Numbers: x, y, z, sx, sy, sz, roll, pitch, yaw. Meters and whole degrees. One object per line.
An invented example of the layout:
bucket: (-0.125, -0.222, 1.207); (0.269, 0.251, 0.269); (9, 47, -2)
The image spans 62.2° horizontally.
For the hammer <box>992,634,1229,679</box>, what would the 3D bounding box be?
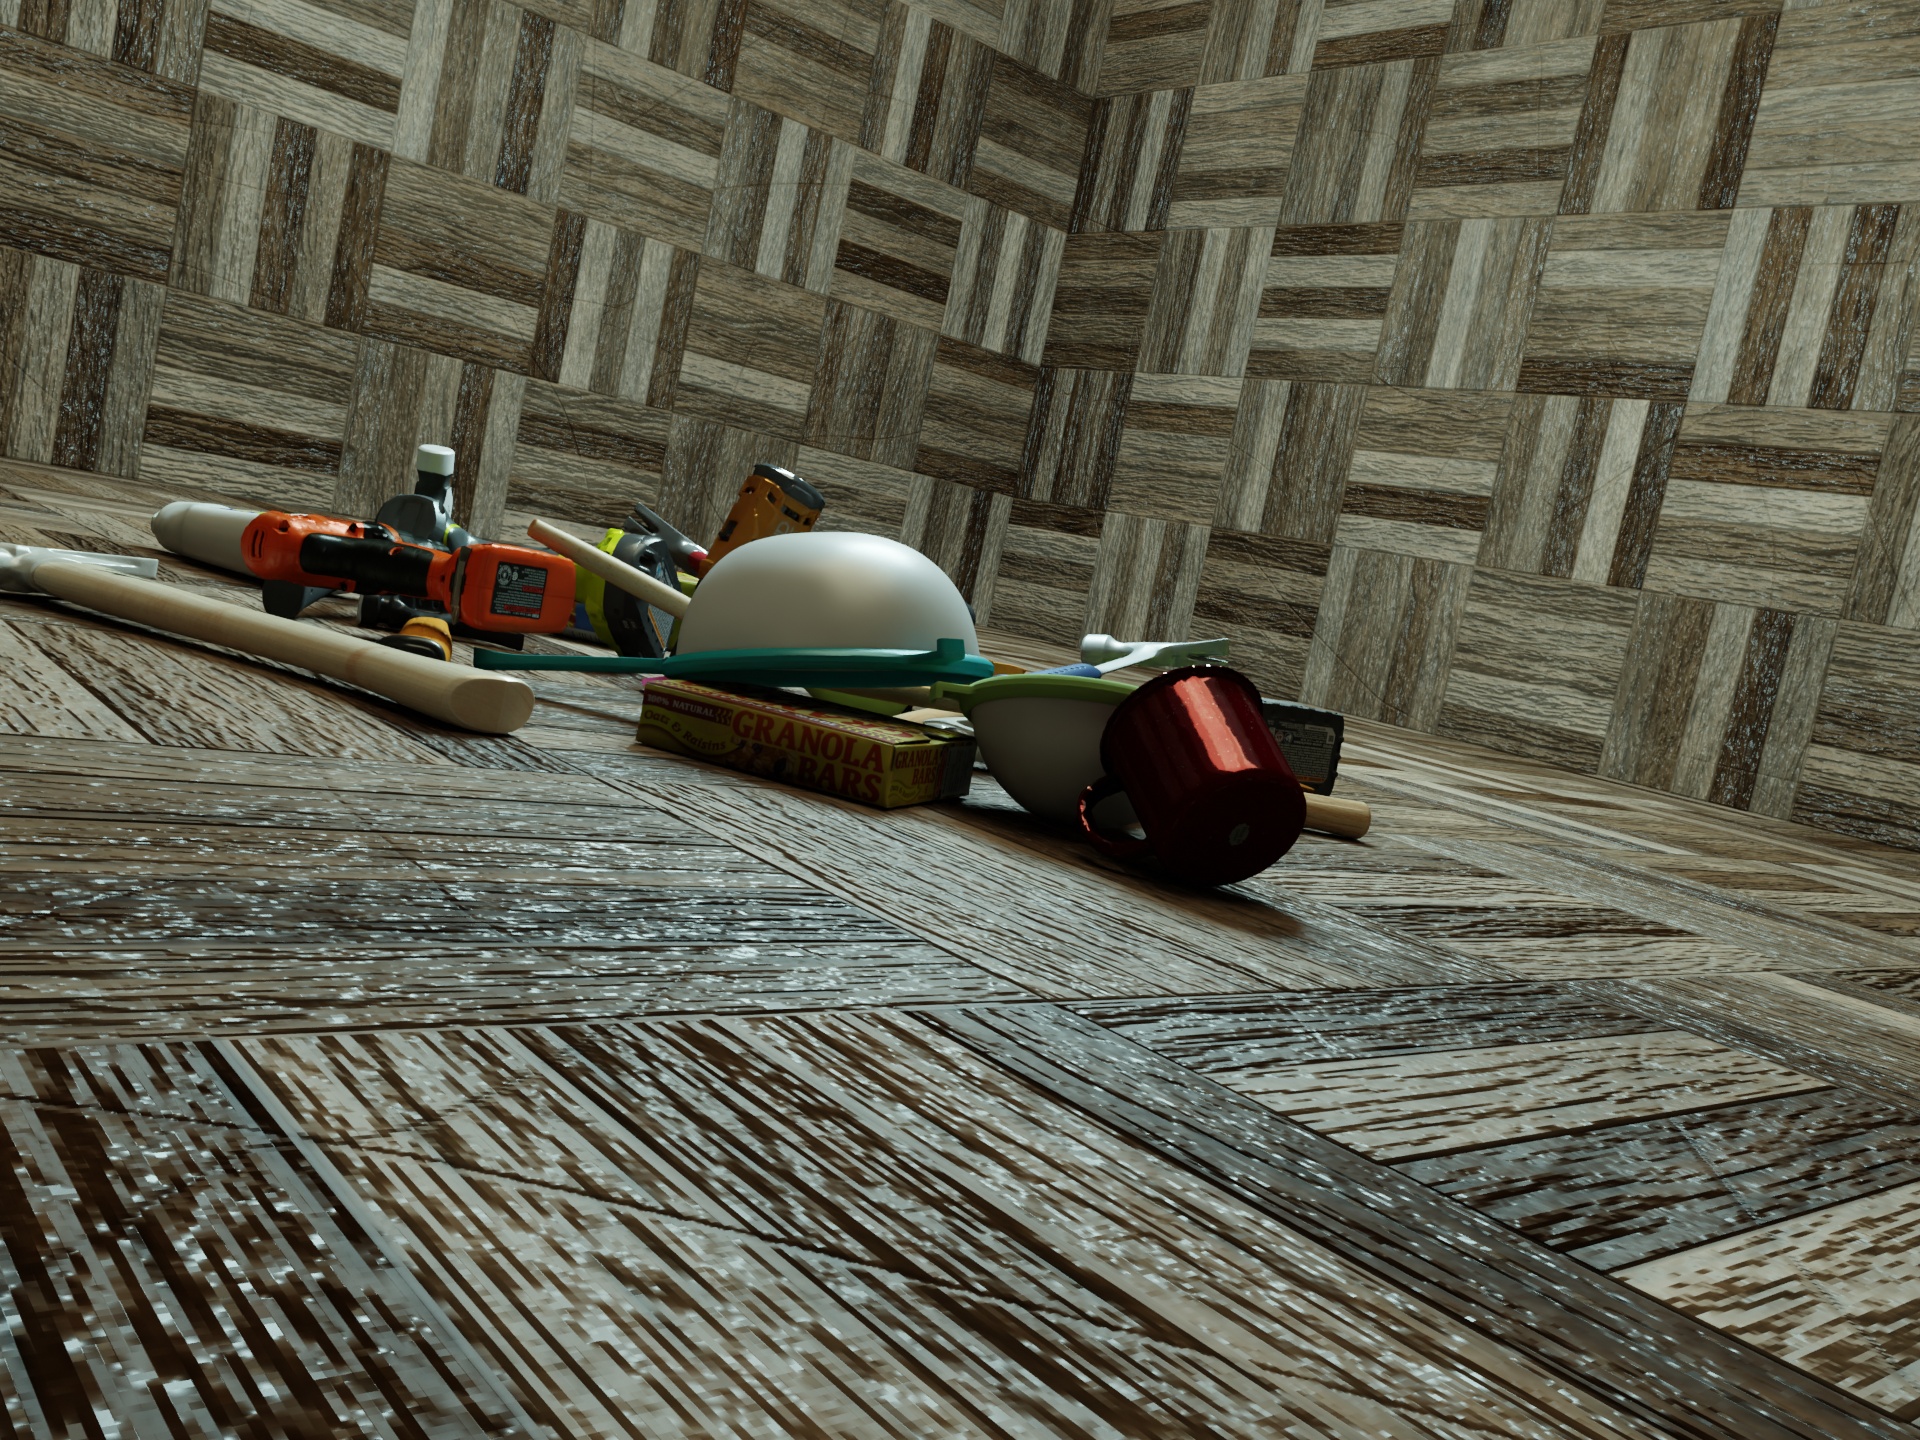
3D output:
hammer: (0.114, -0.040, 1.327); (0.144, 0.035, 0.405); (3, 8, 22)

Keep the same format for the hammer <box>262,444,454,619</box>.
hammer: (-0.487, -0.132, 1.304); (0.035, 0.146, 0.335); (11, 17, -2)

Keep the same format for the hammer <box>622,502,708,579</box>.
hammer: (-0.201, -0.128, 1.574); (0.143, 0.038, 0.387); (37, -5, -40)

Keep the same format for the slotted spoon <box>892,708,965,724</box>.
slotted spoon: (-0.002, -0.004, 1.226); (0.070, 0.031, 0.313); (13, 10, 23)

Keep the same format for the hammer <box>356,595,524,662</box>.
hammer: (-0.364, -0.058, 1.107); (0.127, 0.034, 0.337); (9, 6, -18)

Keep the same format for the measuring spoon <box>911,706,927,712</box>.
measuring spoon: (-0.005, 0.014, 1.252); (0.034, 0.018, 0.124); (11, 12, -29)

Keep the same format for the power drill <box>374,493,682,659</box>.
power drill: (-0.354, -0.111, 1.322); (0.223, 0.080, 0.171); (10, -21, 4)

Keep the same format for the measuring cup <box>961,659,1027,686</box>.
measuring cup: (0.012, -0.027, 1.389); (0.095, 0.052, 0.173); (7, -1, -2)

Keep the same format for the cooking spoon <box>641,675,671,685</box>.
cooking spoon: (-0.113, 0.002, 1.096); (0.319, 0.017, 0.068); (16, 17, 42)

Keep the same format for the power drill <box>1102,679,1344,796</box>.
power drill: (0.233, 0.012, 1.426); (0.190, 0.080, 0.229); (7, 4, -31)

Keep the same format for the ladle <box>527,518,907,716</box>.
ladle: (-0.166, -0.076, 1.161); (0.320, 0.062, 0.078); (29, -13, -31)

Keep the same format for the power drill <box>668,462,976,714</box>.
power drill: (-0.116, -0.075, 1.283); (0.226, 0.185, 0.084); (31, -7, -34)

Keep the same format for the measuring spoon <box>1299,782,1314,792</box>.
measuring spoon: (0.194, 0.036, 1.133); (0.117, 0.011, 0.021); (17, 8, 10)

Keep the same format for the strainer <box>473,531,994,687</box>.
strainer: (-0.147, -0.073, 1.023); (0.340, 0.095, 0.211); (1, -2, 6)

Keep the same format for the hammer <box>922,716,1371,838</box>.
hammer: (0.132, 0.041, 1.141); (0.331, 0.031, 0.130); (11, 6, -8)

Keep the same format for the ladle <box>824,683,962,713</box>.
ladle: (0.008, -0.011, 1.115); (0.315, 0.031, 0.069); (10, 6, 14)

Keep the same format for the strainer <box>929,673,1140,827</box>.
strainer: (0.090, 0.041, 0.974); (0.151, 0.069, 0.256); (2, -16, 24)

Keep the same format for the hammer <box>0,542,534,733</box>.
hammer: (-0.415, -0.053, 0.944); (0.411, 0.038, 0.146); (14, 5, 24)
